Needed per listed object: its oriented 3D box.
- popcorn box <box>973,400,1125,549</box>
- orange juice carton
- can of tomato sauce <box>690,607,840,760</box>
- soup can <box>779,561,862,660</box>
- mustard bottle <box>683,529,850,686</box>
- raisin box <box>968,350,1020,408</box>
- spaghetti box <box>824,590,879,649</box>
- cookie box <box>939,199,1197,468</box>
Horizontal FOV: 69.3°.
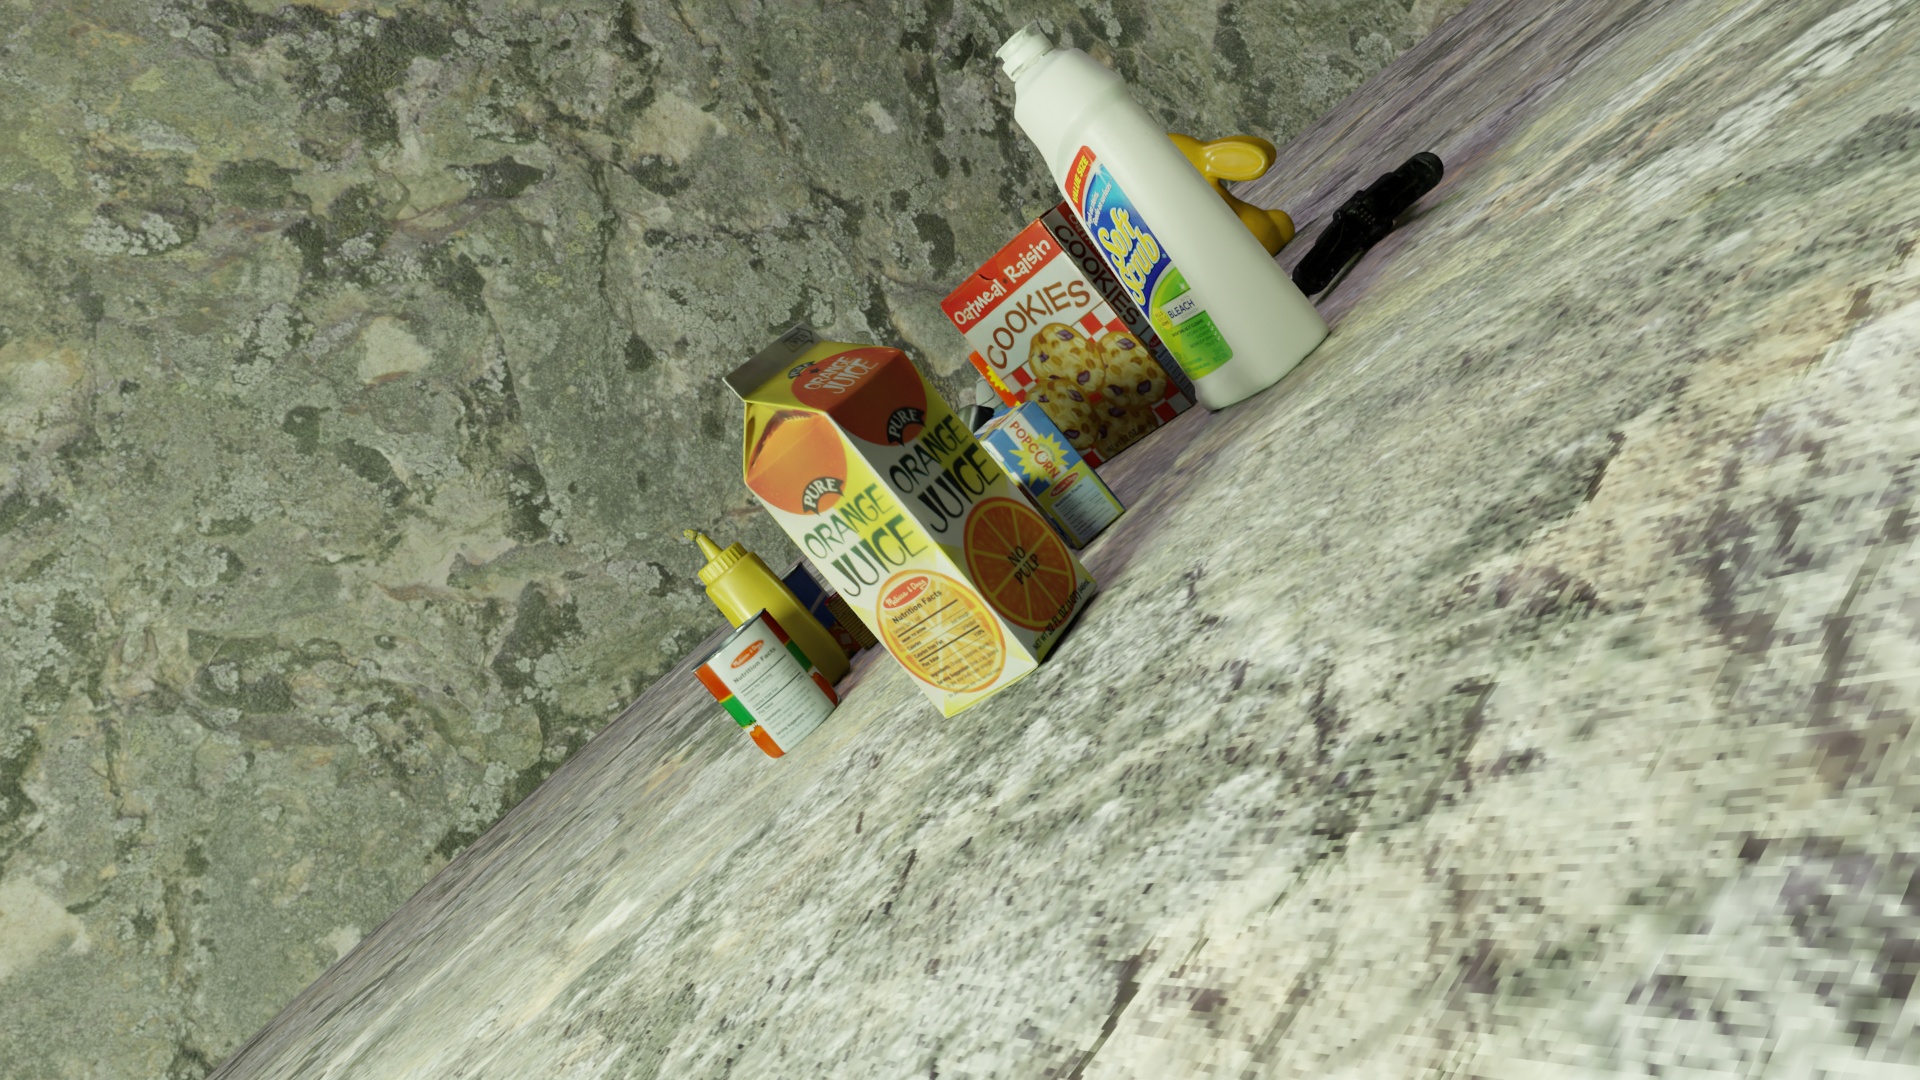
[{"bbox_3d":[0.048,-0.040,0.853,0.038,0.085,0.127,-41,6,-3],"label":"popcorn box"},{"bbox_3d":[-0.031,-0.018,0.661,0.072,0.192,0.072,-35,8,42],"label":"orange juice carton"},{"bbox_3d":[-0.133,0.099,0.955,0.071,0.083,0.071,-40,6,5],"label":"can of tomato sauce"},{"bbox_3d":[-0.129,0.071,1.119,0.071,0.083,0.071,-40,6,5],"label":"soup can"},{"bbox_3d":[-0.150,0.049,1.045,0.049,0.160,0.065,-42,6,-20],"label":"mustard bottle"},{"bbox_3d":[0.079,-0.137,1.174,0.086,0.123,0.040,-37,7,31],"label":"raisin box"},{"bbox_3d":[0.004,-0.014,1.090,0.250,0.050,0.028,-41,6,-7],"label":"spaghetti box"},{"bbox_3d":[0.080,-0.141,0.997,0.122,0.167,0.040,-34,9,47],"label":"cookie box"}]
